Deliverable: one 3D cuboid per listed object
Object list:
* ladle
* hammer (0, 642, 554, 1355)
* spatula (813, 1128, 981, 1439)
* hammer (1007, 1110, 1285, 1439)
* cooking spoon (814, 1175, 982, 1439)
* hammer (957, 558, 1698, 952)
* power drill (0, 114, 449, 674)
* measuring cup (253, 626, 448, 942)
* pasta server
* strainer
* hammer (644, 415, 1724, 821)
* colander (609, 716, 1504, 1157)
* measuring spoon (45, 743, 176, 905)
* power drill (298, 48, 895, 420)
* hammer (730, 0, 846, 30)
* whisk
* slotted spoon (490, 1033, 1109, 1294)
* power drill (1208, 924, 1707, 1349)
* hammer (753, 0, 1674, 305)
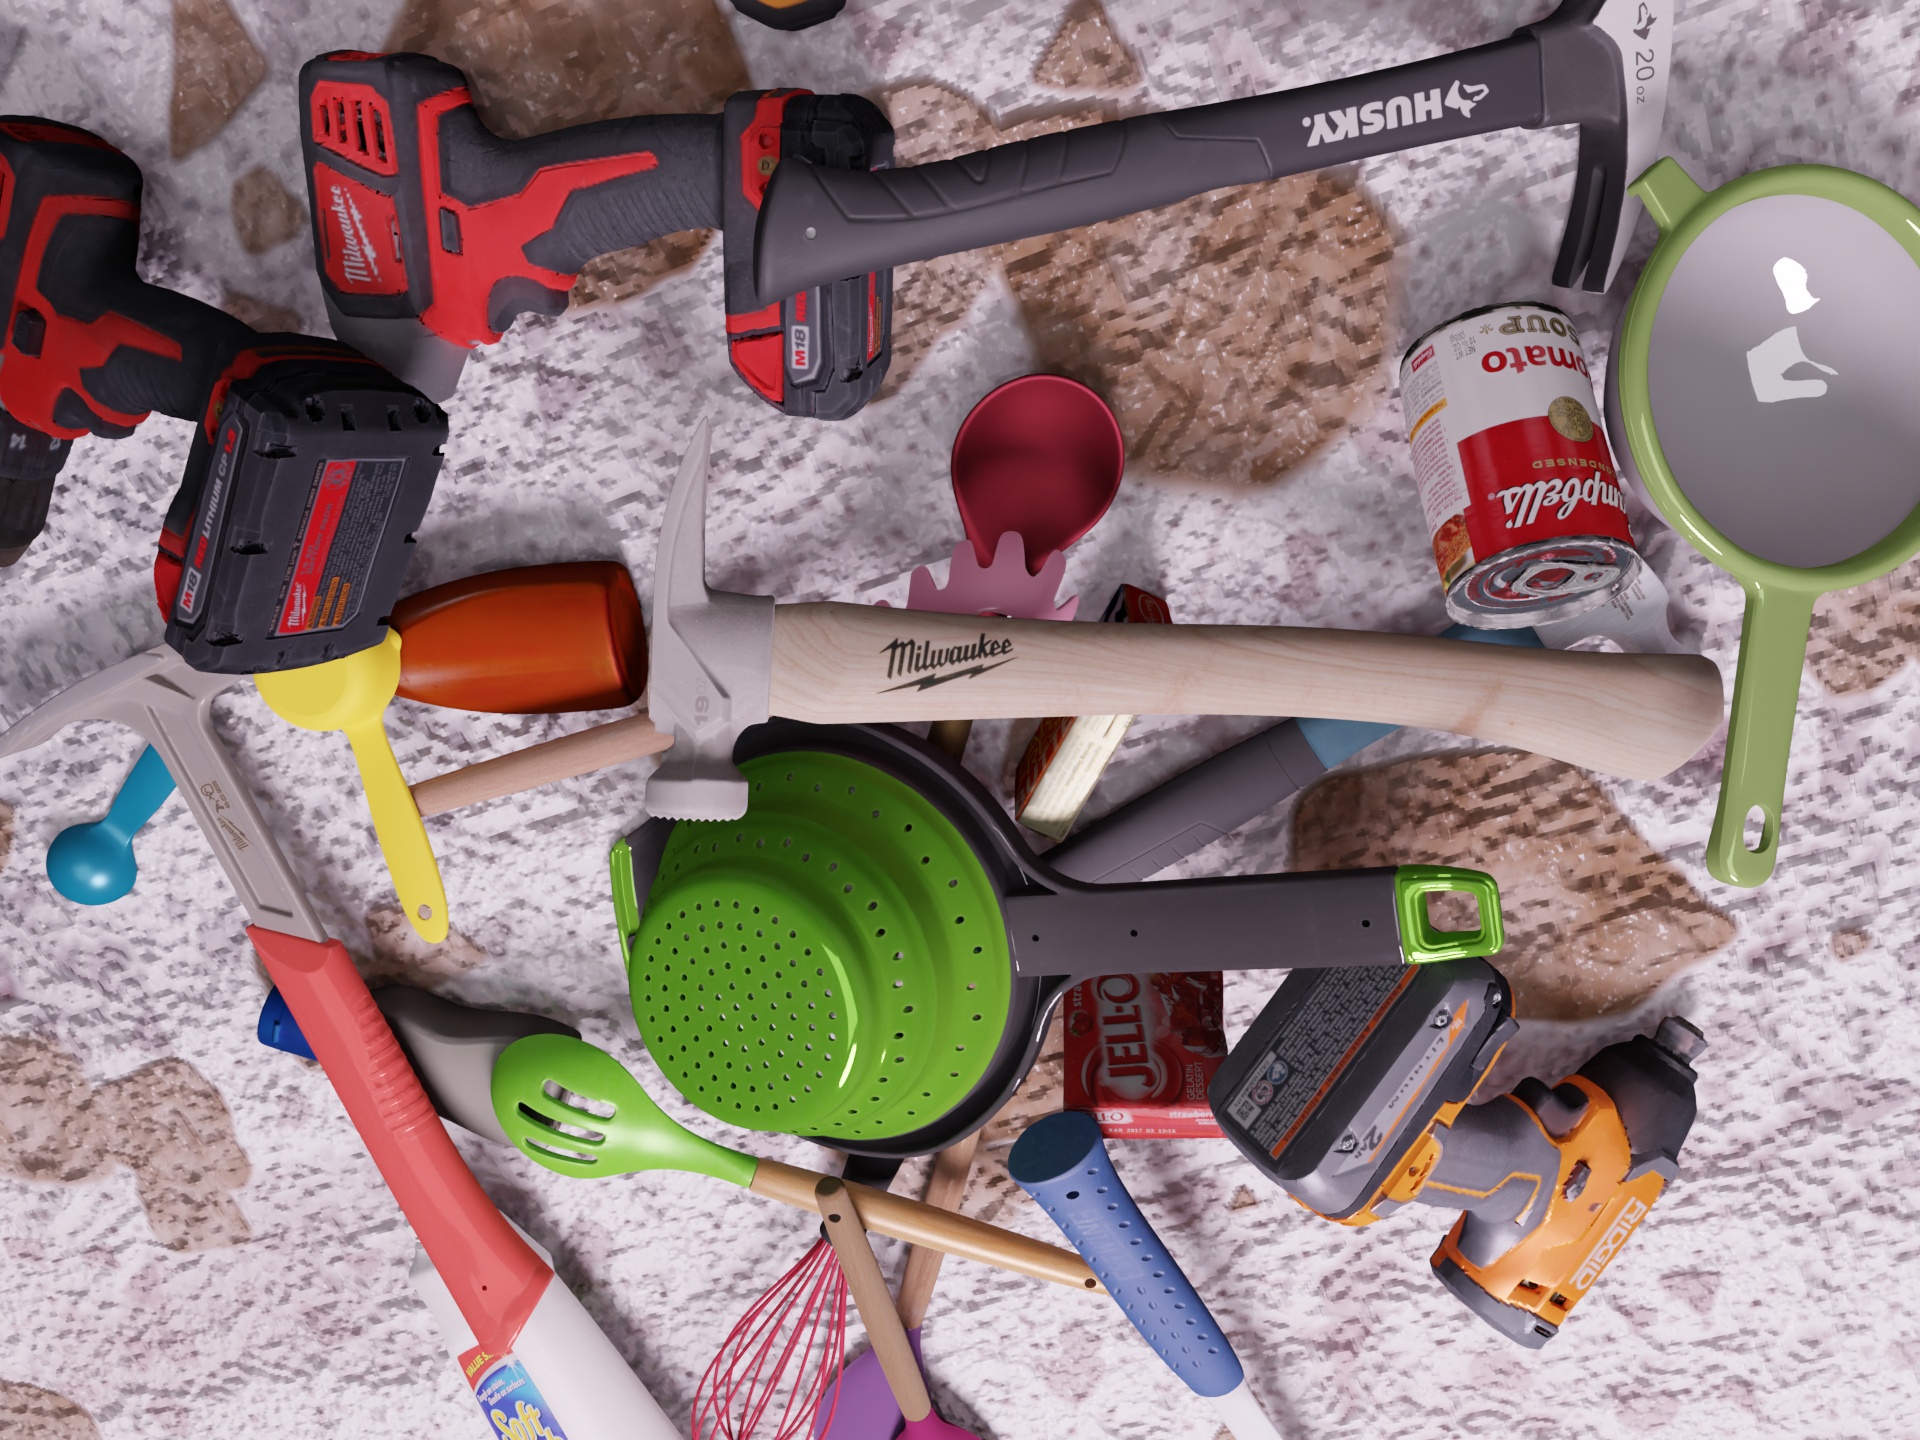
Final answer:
[{"bbox_3d":[-0.001,-0.002,0.693,0.069,0.031,0.315,16,115,-2],"label":"ladle"},{"bbox_3d":[-0.297,0.135,0.731,0.149,0.037,0.359,-25,98,8],"label":"hammer"},{"bbox_3d":[-0.024,0.288,0.819,0.060,0.018,0.315,15,114,0],"label":"spatula"},{"bbox_3d":[0.123,0.326,0.766,0.144,0.035,0.405,-23,122,15],"label":"hammer"},{"bbox_3d":[-0.028,0.333,0.802,0.069,0.017,0.318,-9,126,7],"label":"cooking spoon"},{"bbox_3d":[0.140,0.018,0.685,0.331,0.033,0.128,-32,107,16],"label":"hammer"},{"bbox_3d":[-0.320,-0.104,0.618,0.227,0.080,0.187,35,114,20],"label":"power drill"},{"bbox_3d":[-0.250,0.023,0.665,0.062,0.029,0.156,-17,96,12],"label":"measuring cup"},{"bbox_3d":[-0.104,-0.006,0.663,0.316,0.040,0.060,-16,121,13],"label":"pasta server"},{"bbox_3d":[0.288,-0.069,0.590,0.151,0.069,0.256,6,92,-13],"label":"strainer"},{"bbox_3d":[0.090,-0.028,0.605,0.410,0.038,0.146,3,91,-6],"label":"hammer"},{"bbox_3d":[0.004,0.095,0.631,0.397,0.094,0.204,-6,98,25],"label":"colander"},{"bbox_3d":[-0.392,0.043,0.747,0.042,0.021,0.128,39,111,-11],"label":"measuring spoon"},{"bbox_3d":[-0.139,-0.175,0.609,0.219,0.079,0.143,5,113,6],"label":"power drill"},{"bbox_3d":[-0.092,-0.410,0.528,0.127,0.034,0.336,-12,111,11],"label":"hammer"},{"bbox_3d":[-0.067,0.274,0.798,0.073,0.073,0.295,22,106,-4],"label":"whisk"},{"bbox_3d":[-0.072,0.219,0.749,0.313,0.031,0.070,19,106,-5],"label":"slotted spoon"},{"bbox_3d":[0.228,0.165,0.681,0.226,0.084,0.164,35,92,-33],"label":"power drill"},{"bbox_3d":[0.090,-0.194,0.554,0.334,0.035,0.146,-15,112,-7],"label":"hammer"}]
